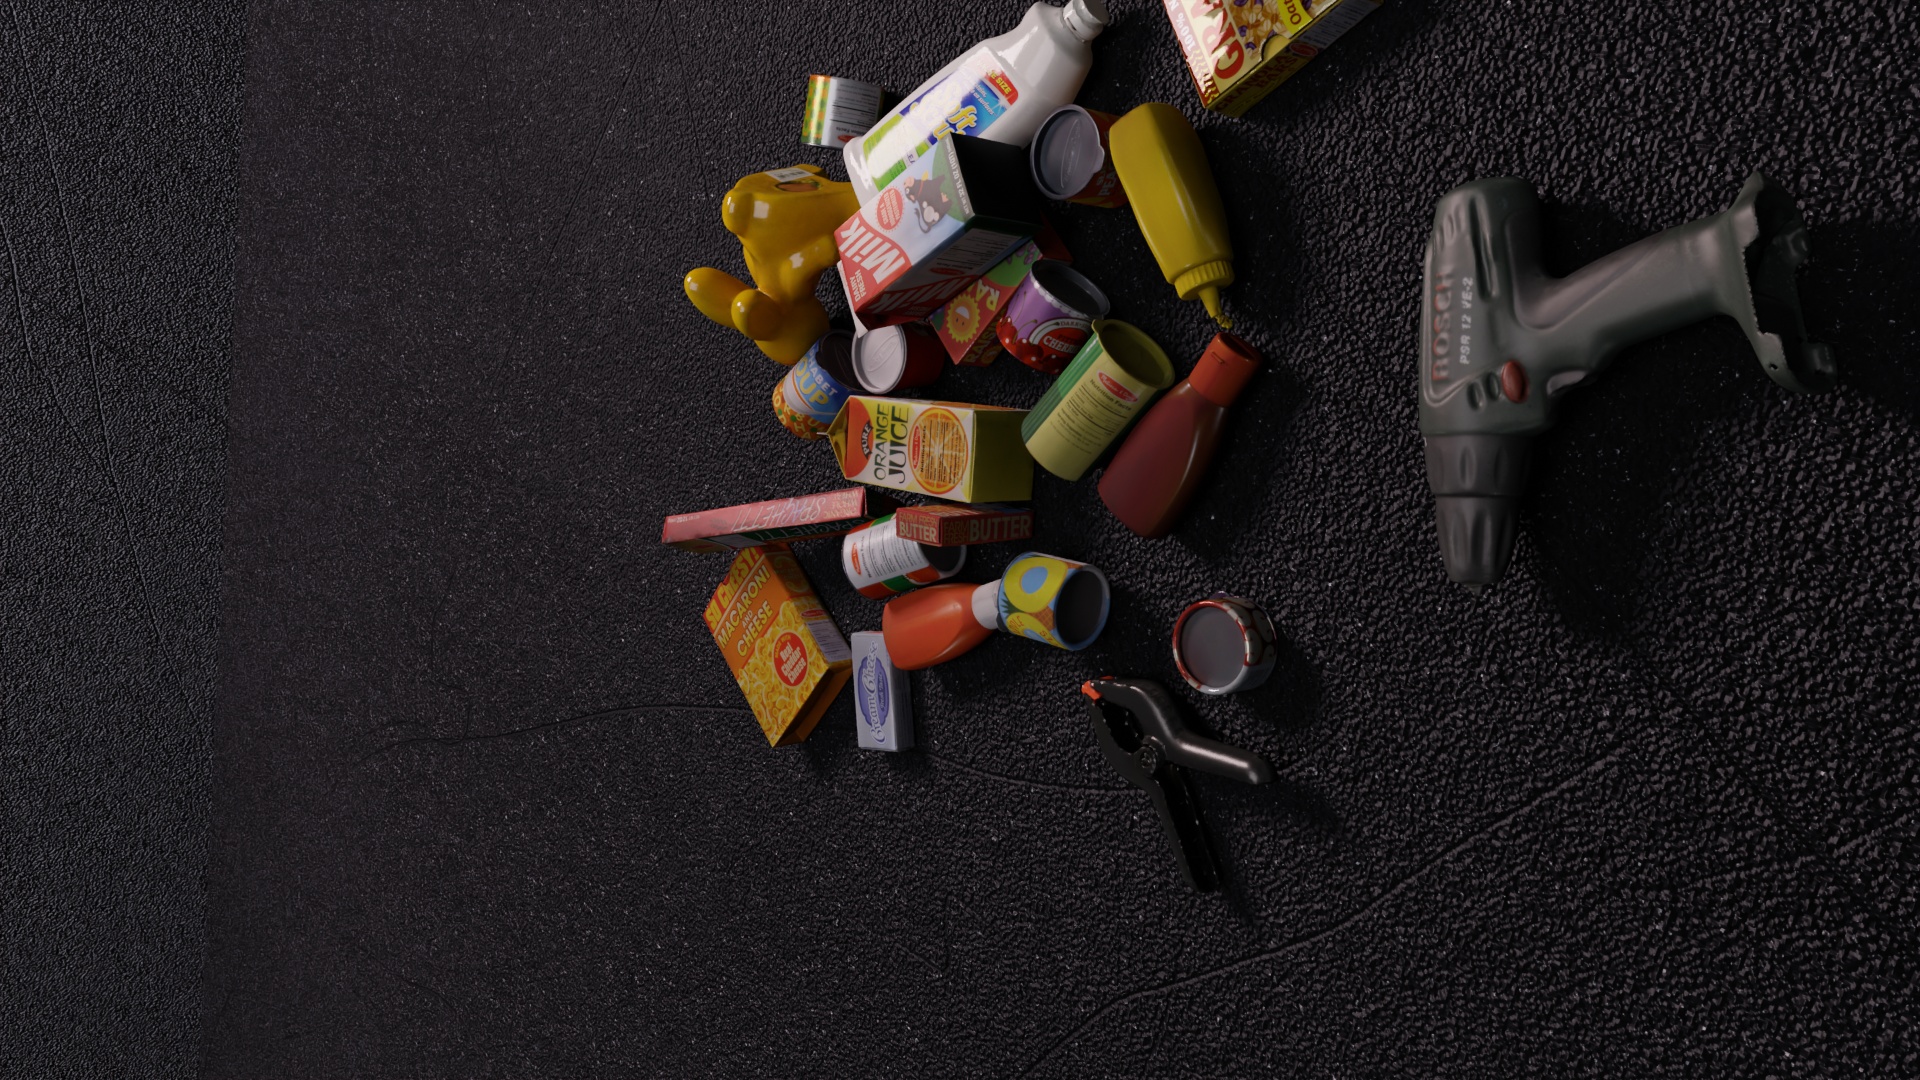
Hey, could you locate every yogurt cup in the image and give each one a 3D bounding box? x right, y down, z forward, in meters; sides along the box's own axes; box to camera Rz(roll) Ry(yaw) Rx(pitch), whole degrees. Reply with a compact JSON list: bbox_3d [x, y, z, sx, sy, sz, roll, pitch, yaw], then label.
[{"bbox_3d":[-0.050,-0.156,1.162,0.072,0.054,0.072,5,97,46],"label":"yogurt cup"}]

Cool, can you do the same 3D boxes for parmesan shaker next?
[{"bbox_3d":[0.095,-0.102,1.002,0.102,0.071,0.071,-50,59,37],"label":"parmesan shaker"}]

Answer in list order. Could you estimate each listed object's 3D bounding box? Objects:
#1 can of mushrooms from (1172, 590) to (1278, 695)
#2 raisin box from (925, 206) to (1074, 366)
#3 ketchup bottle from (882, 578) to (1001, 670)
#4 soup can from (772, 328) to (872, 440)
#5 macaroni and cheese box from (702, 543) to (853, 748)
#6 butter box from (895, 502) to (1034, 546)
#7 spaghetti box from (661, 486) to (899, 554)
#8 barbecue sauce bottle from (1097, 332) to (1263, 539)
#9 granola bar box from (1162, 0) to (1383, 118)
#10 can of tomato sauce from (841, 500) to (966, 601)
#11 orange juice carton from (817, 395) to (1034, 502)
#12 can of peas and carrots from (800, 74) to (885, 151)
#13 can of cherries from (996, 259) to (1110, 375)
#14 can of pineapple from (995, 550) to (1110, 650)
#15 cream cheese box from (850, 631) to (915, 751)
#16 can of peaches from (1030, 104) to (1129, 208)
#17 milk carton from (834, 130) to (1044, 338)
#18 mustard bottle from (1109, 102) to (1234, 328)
[{"bbox_3d":[0.179,0.070,0.951,0.071,0.033,0.071,6,98,47],"label":"can of mushrooms"},{"bbox_3d":[0.024,-0.208,1.092,0.122,0.040,0.086,-48,60,36],"label":"raisin box"},{"bbox_3d":[-0.002,0.063,1.135,0.148,0.043,0.065,-21,75,45],"label":"ketchup bottle"},{"bbox_3d":[-0.120,-0.136,1.224,0.083,0.071,0.071,-39,65,41],"label":"soup can"},{"bbox_3d":[-0.175,0.093,1.321,0.167,0.040,0.123,56,128,28],"label":"macaroni and cheese box"},{"bbox_3d":[0.004,-0.014,1.079,0.053,0.104,0.024,12,103,45],"label":"butter box"},{"bbox_3d":[-0.166,-0.016,1.261,0.249,0.050,0.029,-7,74,35],"label":"spaghetti box"},{"bbox_3d":[0.154,-0.074,0.961,0.065,0.044,0.147,51,126,31],"label":"barbecue sauce bottle"},{"bbox_3d":[0.187,-0.384,0.907,0.123,0.039,0.166,-32,70,43],"label":"granola bar box"},{"bbox_3d":[-0.045,0.008,1.155,0.083,0.071,0.071,-19,79,37],"label":"can of tomato sauce"},{"bbox_3d":[-0.032,-0.079,1.135,0.193,0.072,0.073,12,101,45],"label":"orange juice carton"},{"bbox_3d":[-0.102,-0.365,1.194,0.071,0.071,0.058,23,108,43],"label":"can of peas and carrots"},{"bbox_3d":[0.069,-0.163,1.026,0.072,0.072,0.058,54,129,29],"label":"can of cherries"},{"bbox_3d":[0.070,0.046,1.040,0.058,0.071,0.071,13,102,45],"label":"can of pineapple"},{"bbox_3d":[-0.068,0.132,1.223,0.053,0.024,0.103,-4,90,47],"label":"cream cheese box"},{"bbox_3d":[0.095,-0.274,0.998,0.071,0.058,0.071,4,95,46],"label":"can of peaches"},{"bbox_3d":[-0.032,-0.228,1.066,0.190,0.073,0.072,-30,70,44],"label":"milk carton"},{"bbox_3d":[0.150,-0.216,0.941,0.048,0.065,0.160,-25,78,40],"label":"mustard bottle"}]
